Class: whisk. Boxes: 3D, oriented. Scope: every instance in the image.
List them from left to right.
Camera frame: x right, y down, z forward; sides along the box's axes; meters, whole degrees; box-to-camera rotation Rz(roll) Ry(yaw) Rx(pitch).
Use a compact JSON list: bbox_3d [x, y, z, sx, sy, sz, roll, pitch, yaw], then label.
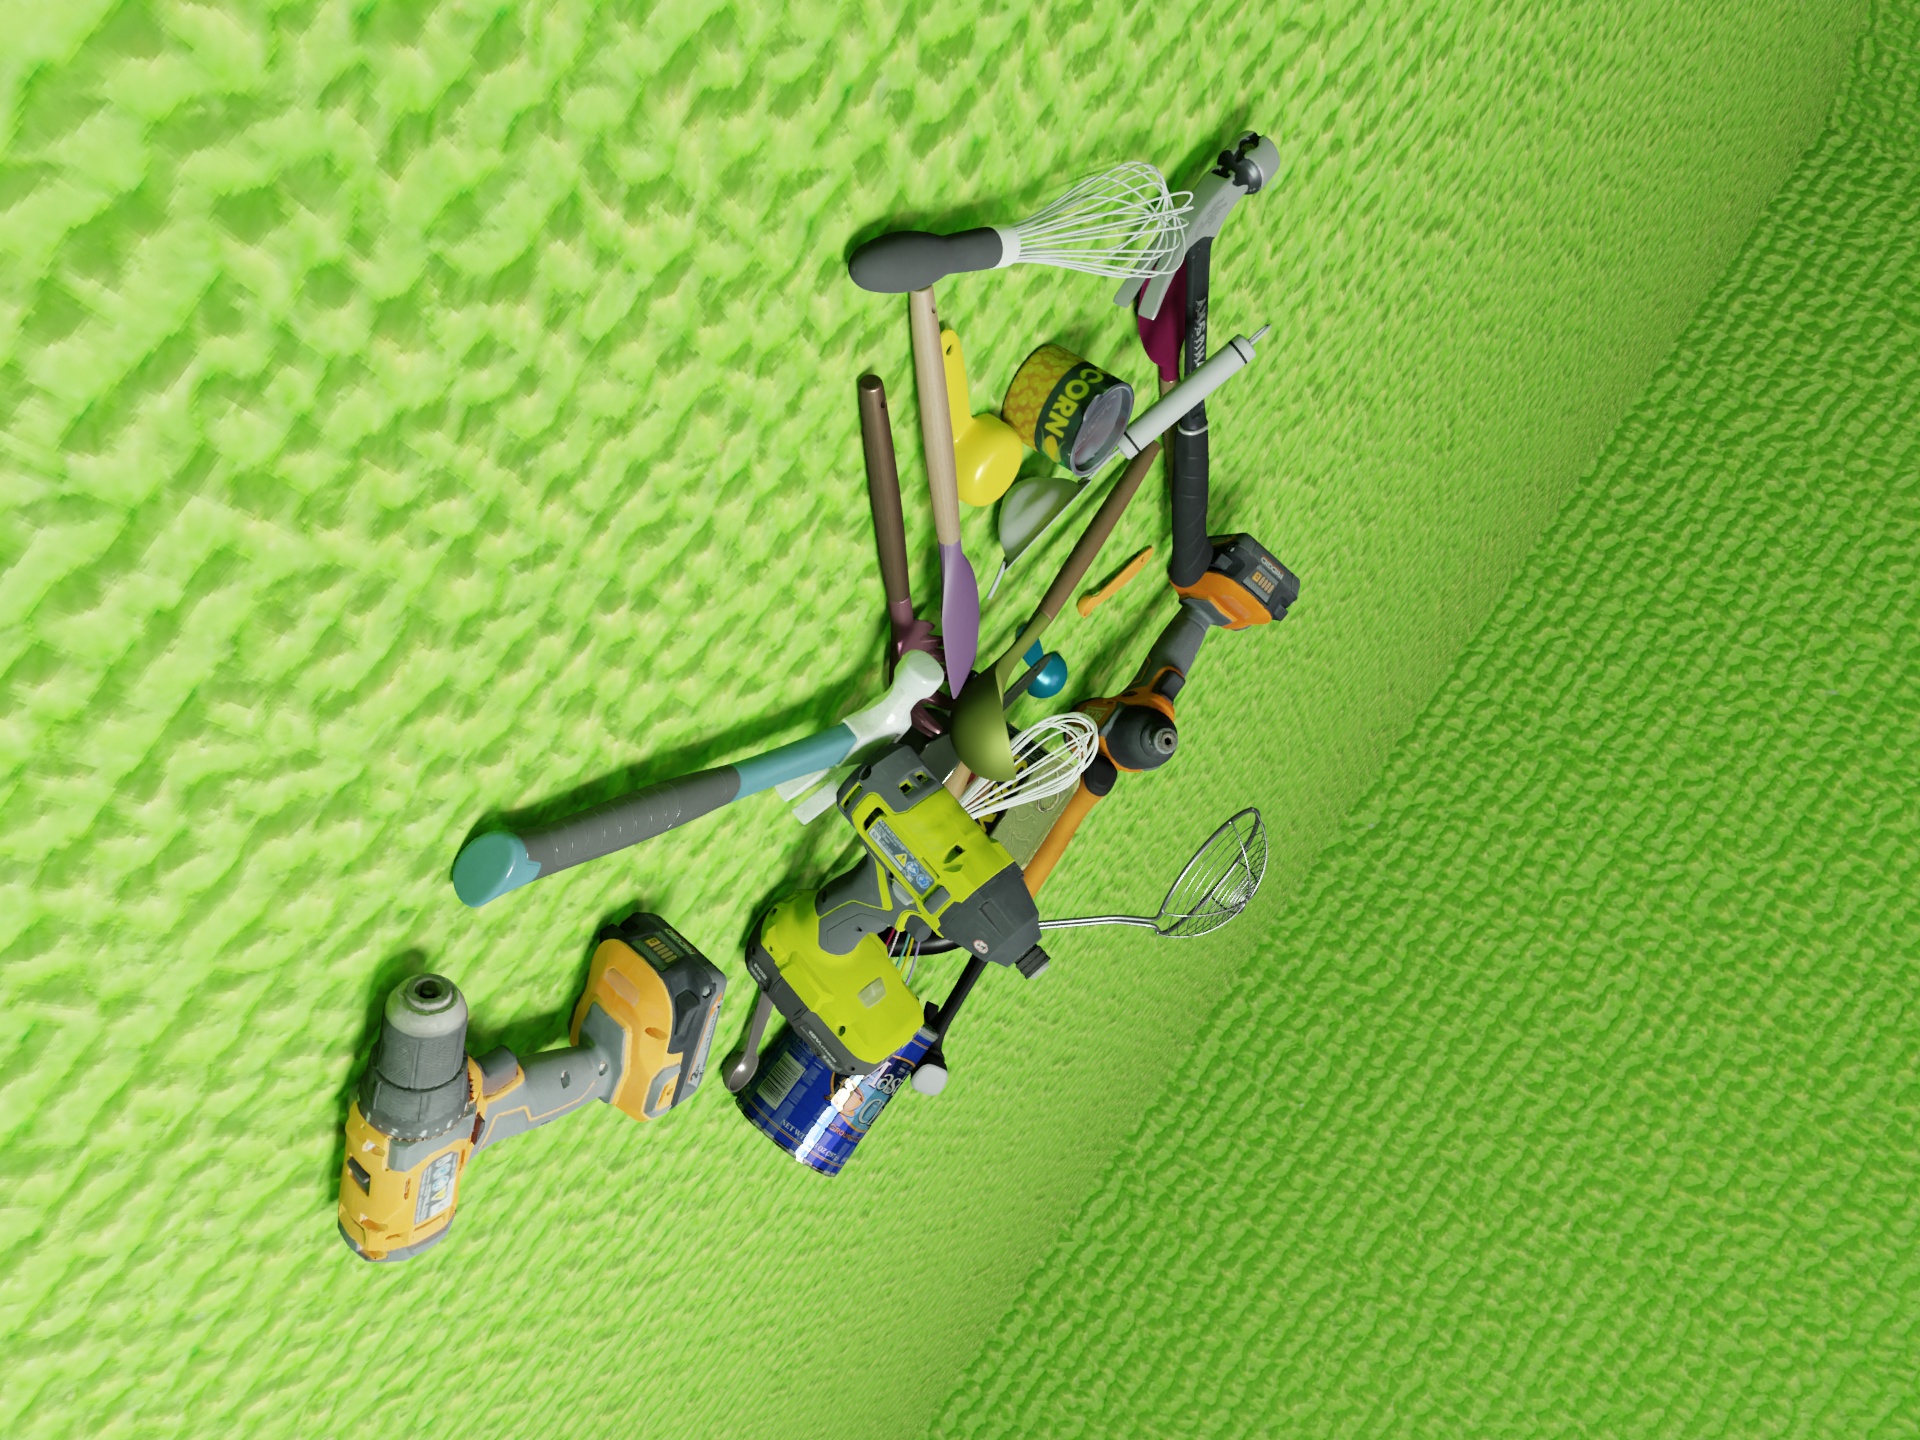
[{"bbox_3d":[-0.034,0.104,1.214,0.051,0.047,0.245,28,78,-25],"label":"whisk"},{"bbox_3d":[-0.003,0.069,1.168,0.246,0.059,0.057,-33,129,11],"label":"whisk"},{"bbox_3d":[0.041,-0.264,0.878,0.284,0.070,0.070,-26,144,-44],"label":"whisk"}]

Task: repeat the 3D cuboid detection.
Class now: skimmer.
[{"bbox_3d":[0.070,0.136,1.269,0.363,0.090,0.127,-5,147,-3],"label":"skimmer"}]

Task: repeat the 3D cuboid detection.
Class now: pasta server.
[{"bbox_3d":[-0.034,-0.093,0.985,0.316,0.040,0.060,85,30,-56],"label":"pasta server"}]

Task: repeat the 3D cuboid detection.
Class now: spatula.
[{"bbox_3d":[-0.008,-0.132,0.967,0.315,0.018,0.060,82,27,-50],"label":"spatula"}]

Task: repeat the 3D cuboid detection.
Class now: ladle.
[{"bbox_3d":[0.082,-0.089,1.150,0.320,0.062,0.078,-57,156,-27],"label":"ladle"}]

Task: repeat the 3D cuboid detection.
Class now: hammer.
[{"bbox_3d":[-0.145,0.039,0.919,0.331,0.033,0.128,-20,155,-50],"label":"hammer"},{"bbox_3d":[0.040,0.166,1.390,0.336,0.034,0.127,-60,-164,21],"label":"hammer"},{"bbox_3d":[0.170,-0.226,1.174,0.149,0.036,0.408,-50,156,-21],"label":"hammer"}]

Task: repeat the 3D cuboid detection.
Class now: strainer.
[{"bbox_3d":[0.103,-0.181,1.065,0.258,0.050,0.087,-39,-173,9],"label":"strainer"}]

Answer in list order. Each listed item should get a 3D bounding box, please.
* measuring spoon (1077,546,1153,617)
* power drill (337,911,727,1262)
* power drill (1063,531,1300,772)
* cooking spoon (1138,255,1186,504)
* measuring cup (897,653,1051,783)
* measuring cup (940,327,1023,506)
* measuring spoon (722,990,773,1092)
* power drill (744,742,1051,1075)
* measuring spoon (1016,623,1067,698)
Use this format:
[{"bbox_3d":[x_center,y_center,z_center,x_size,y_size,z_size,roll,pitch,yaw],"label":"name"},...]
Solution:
[{"bbox_3d":[0.129,-0.119,1.330,0.117,0.011,0.021,-41,154,-41],"label":"measuring spoon"},{"bbox_3d":[-0.241,0.187,0.900,0.226,0.084,0.185,-23,140,-47],"label":"power drill"},{"bbox_3d":[0.192,-0.052,1.373,0.226,0.084,0.164,-53,-164,-7],"label":"power drill"},{"bbox_3d":[0.157,-0.245,1.193,0.069,0.017,0.318,-54,158,-14],"label":"cooking spoon"},{"bbox_3d":[-0.002,-0.004,1.159,0.167,0.038,0.083,-42,158,-19],"label":"measuring cup"},{"bbox_3d":[0.009,-0.181,0.956,0.062,0.029,0.156,-51,160,-13],"label":"measuring cup"},{"bbox_3d":[-0.160,0.229,1.218,0.034,0.018,0.124,-13,127,-59],"label":"measuring spoon"},{"bbox_3d":[-0.044,0.140,1.063,0.080,0.171,0.223,-32,167,-45],"label":"power drill"},{"bbox_3d":[0.067,-0.047,1.278,0.042,0.021,0.128,-53,159,-7],"label":"measuring spoon"}]
